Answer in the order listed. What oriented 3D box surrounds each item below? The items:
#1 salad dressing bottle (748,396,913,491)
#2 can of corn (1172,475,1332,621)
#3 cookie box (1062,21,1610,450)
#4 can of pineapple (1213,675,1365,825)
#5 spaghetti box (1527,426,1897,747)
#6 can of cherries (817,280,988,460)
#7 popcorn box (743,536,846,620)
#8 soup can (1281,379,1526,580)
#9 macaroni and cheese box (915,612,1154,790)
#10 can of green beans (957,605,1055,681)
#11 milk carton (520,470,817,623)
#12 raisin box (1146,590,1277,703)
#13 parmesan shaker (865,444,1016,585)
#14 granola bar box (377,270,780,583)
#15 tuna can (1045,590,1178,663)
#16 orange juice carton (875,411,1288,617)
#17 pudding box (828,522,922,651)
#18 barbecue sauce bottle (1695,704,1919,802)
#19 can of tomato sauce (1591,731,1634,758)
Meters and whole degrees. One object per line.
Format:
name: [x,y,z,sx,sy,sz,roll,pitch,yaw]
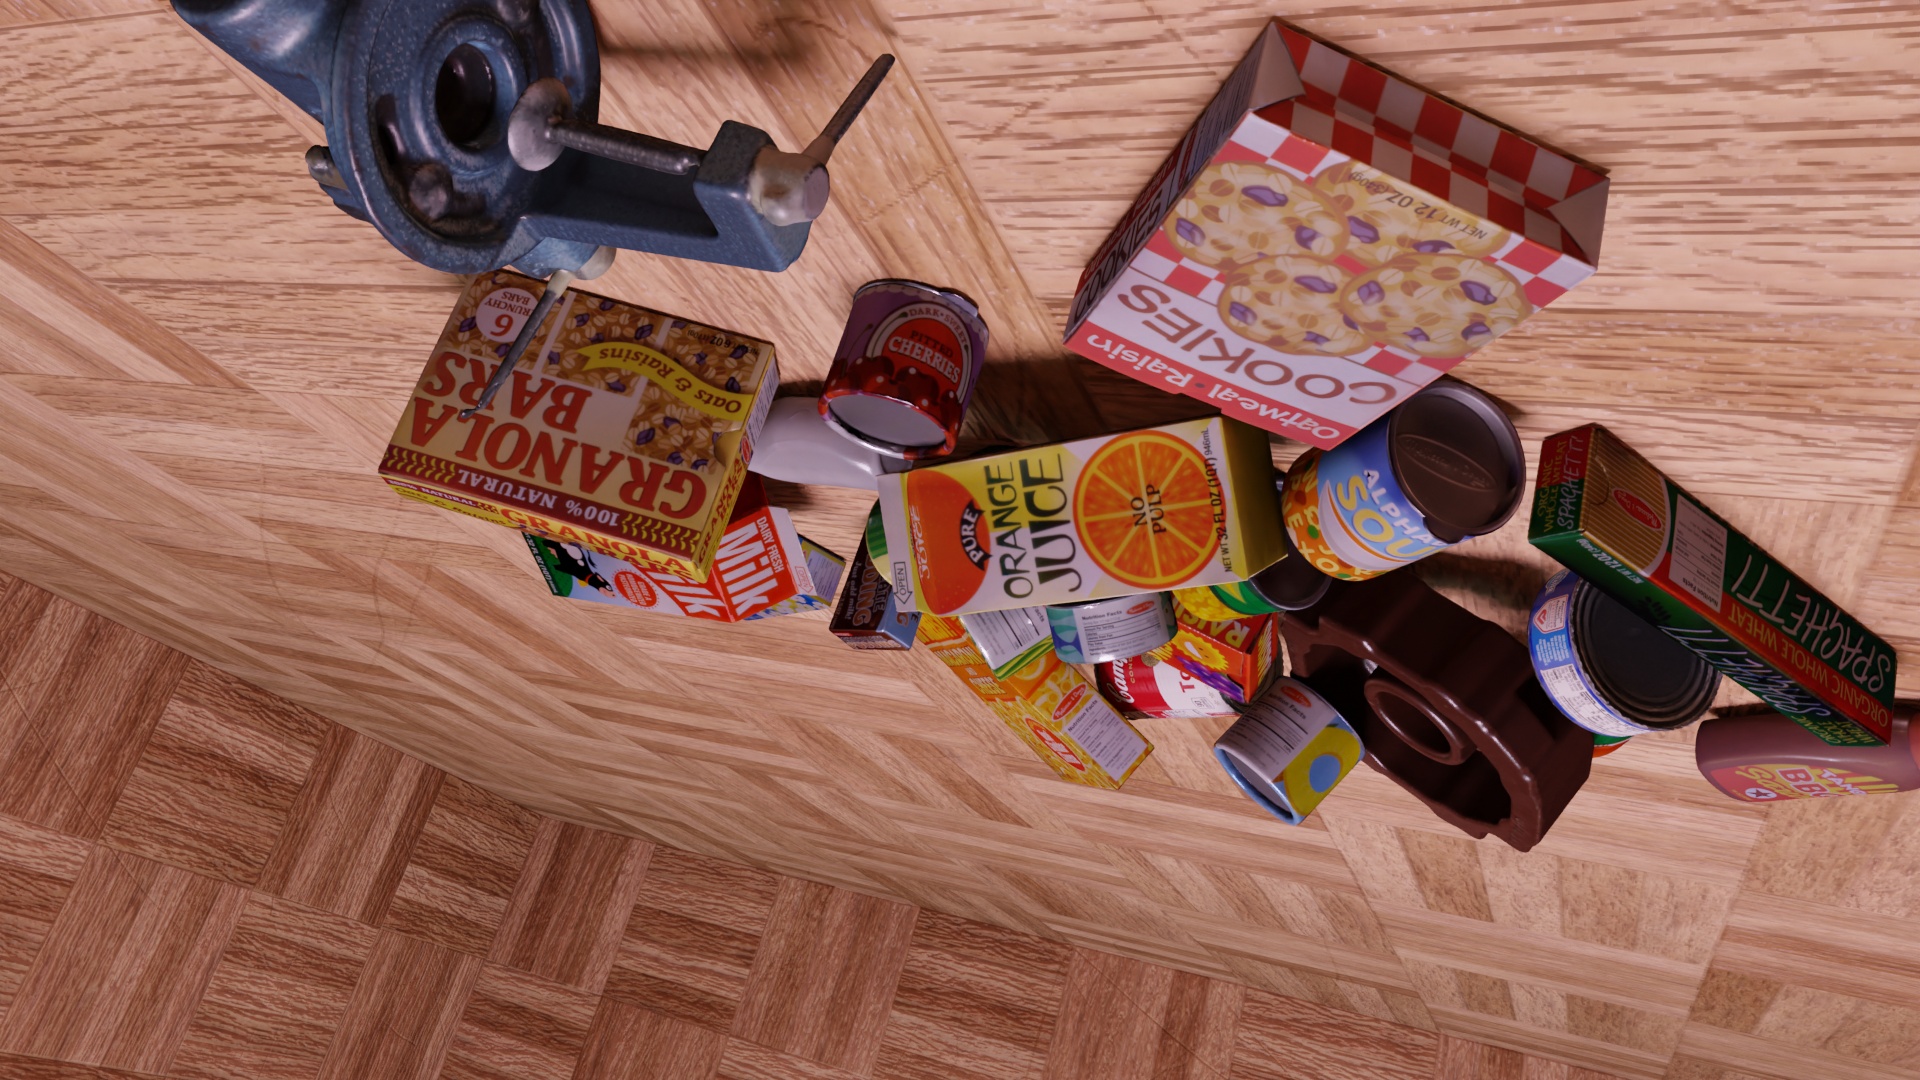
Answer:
salad dressing bottle: [-0.098,-0.056,0.765,0.147,0.044,0.064,7,162,28]
can of corn: [0.143,0.004,0.699,0.071,0.071,0.058,27,157,-25]
cookie box: [0.122,-0.096,0.499,0.123,0.040,0.167,21,159,-9]
can of pineapple: [0.189,0.122,0.800,0.071,0.058,0.071,45,169,11]
spaghetti box: [0.345,0.028,0.625,0.250,0.050,0.028,28,158,-26]
can of cherries: [-0.025,-0.077,0.634,0.071,0.058,0.071,15,159,6]
popcorn box: [-0.154,0.021,1.005,0.085,0.038,0.126,31,155,-31]
soup can: [0.186,-0.021,0.594,0.071,0.071,0.083,22,158,-12]
macaroni and cheese box: [0.040,0.092,0.925,0.166,0.040,0.123,45,166,-4]
can of green beans: [0.030,0.042,0.827,0.071,0.058,0.071,58,177,5]
milk carton: [-0.181,-0.002,0.891,0.190,0.074,0.072,6,131,26]
raisin box: [0.118,0.038,0.792,0.123,0.040,0.086,27,163,22]
parmesan shaker: [0.003,-0.010,0.771,0.071,0.071,0.103,27,156,-25]
granola bar box: [-0.191,-0.061,0.709,0.166,0.124,0.039,16,160,3]
tuna can: [0.078,0.039,0.727,0.071,0.032,0.071,-13,-171,2]
orange juice carton: [0.046,-0.010,0.646,0.192,0.071,0.073,-8,-176,29]
pudding box: [-0.044,0.026,0.869,0.049,0.084,0.030,-1,151,40]
barbecue sauce bottle: [0.478,0.112,0.742,0.065,0.044,0.148,27,157,-21]
can of tomato sauce: [0.329,0.073,0.722,0.071,0.071,0.082,12,159,13]
